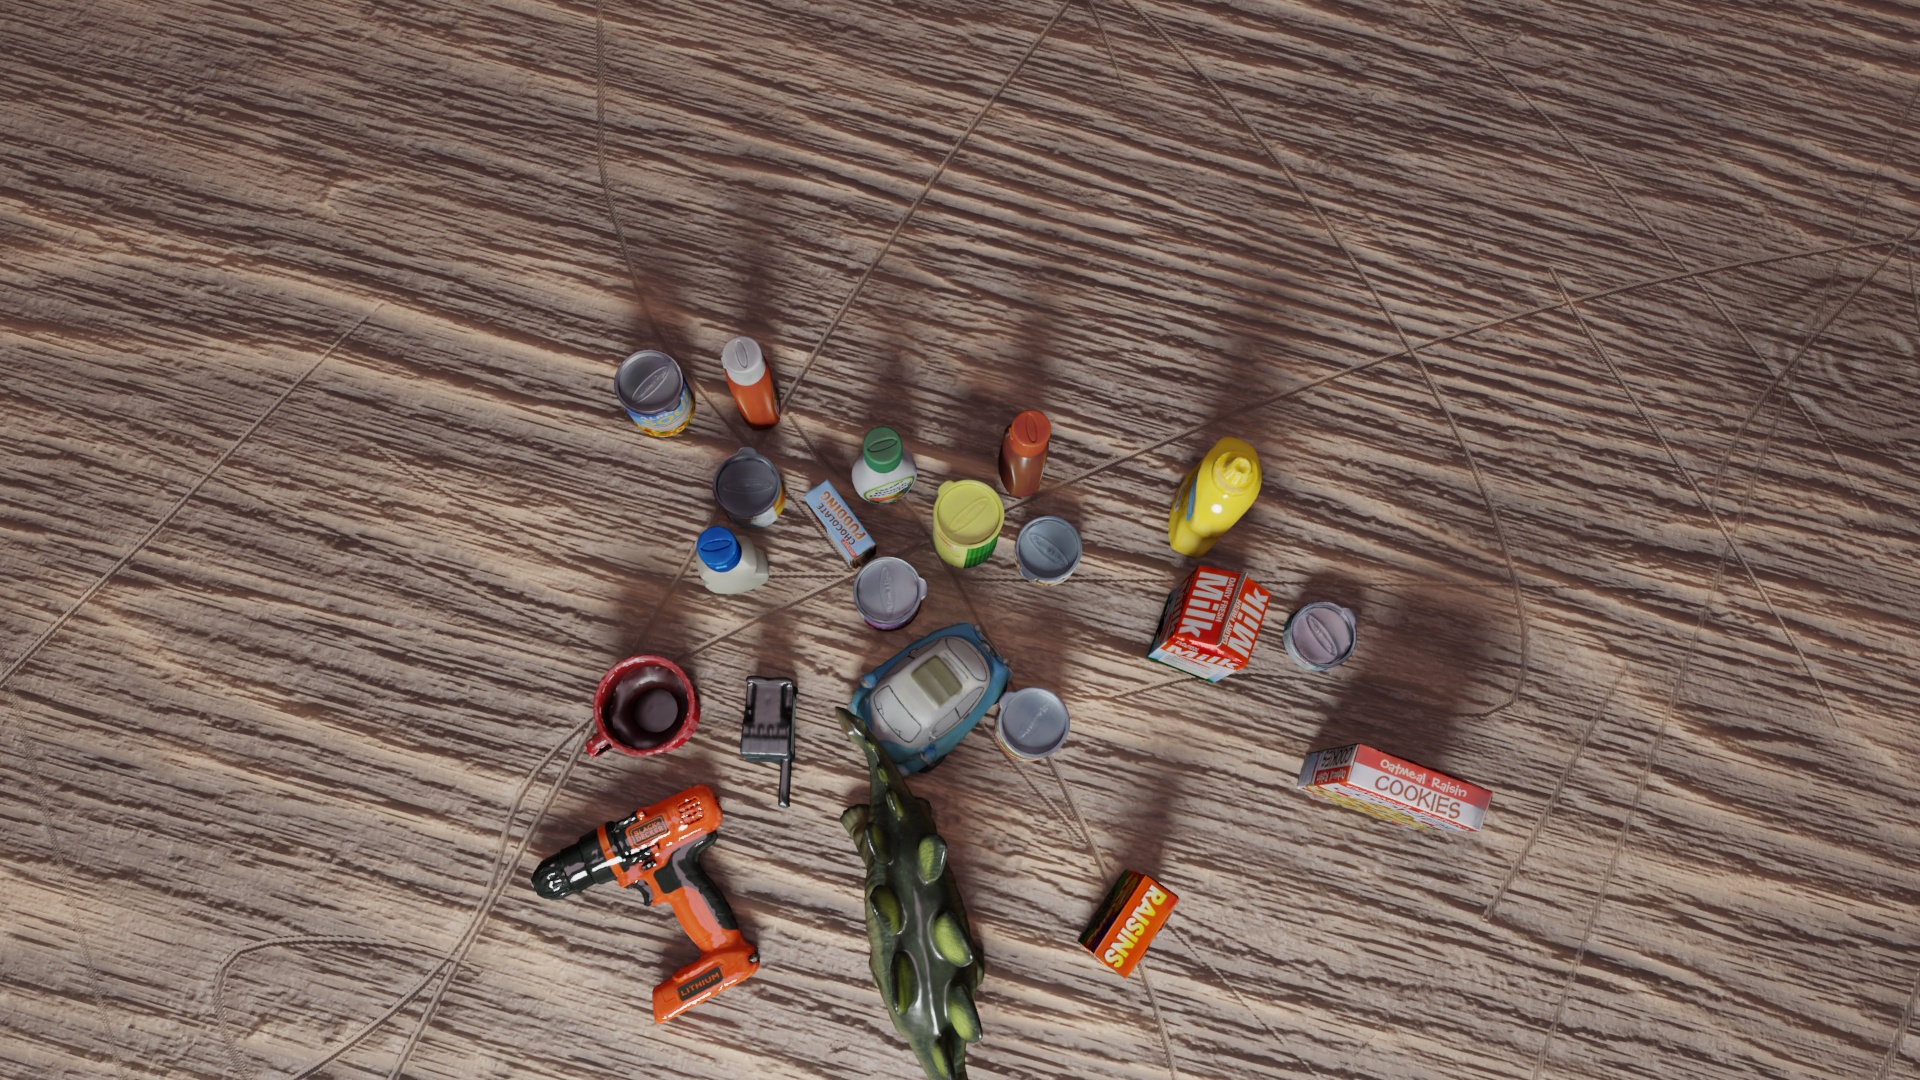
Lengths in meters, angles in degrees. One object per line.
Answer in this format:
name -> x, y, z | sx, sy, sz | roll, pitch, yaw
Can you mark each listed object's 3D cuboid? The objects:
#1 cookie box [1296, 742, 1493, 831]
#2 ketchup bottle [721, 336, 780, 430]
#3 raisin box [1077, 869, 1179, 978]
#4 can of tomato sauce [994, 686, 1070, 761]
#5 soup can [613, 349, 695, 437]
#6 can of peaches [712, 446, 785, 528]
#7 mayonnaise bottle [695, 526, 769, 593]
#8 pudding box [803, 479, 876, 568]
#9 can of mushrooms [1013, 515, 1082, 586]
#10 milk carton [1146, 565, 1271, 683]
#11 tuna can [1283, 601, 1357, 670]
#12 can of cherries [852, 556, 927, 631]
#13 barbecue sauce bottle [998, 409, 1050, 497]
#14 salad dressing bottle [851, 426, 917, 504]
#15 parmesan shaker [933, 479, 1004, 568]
cookie box -> 0.393, 0.227, 1.272 | 0.123, 0.167, 0.040 | 20, 78, 2
ketchup bottle -> -0.204, -0.156, 1.347 | 0.043, 0.148, 0.065 | -16, 79, -5
raisin box -> 0.151, 0.346, 1.261 | 0.040, 0.123, 0.086 | 36, 79, 6
can of tomato sauce -> 0.065, 0.174, 1.317 | 0.071, 0.083, 0.071 | 0, 78, -2
soup can -> -0.299, -0.142, 1.374 | 0.071, 0.083, 0.071 | 0, 78, -2
can of peaches -> -0.207, -0.051, 1.370 | 0.071, 0.058, 0.071 | 0, 78, -2
mayonnaise bottle -> -0.219, 0.019, 1.308 | 0.065, 0.148, 0.041 | -11, 79, -4
pudding box -> -0.119, -0.016, 1.369 | 0.030, 0.049, 0.084 | -36, 81, -8
can of mushrooms -> 0.085, 0.012, 1.378 | 0.071, 0.033, 0.071 | 0, 78, -2
milk carton -> 0.232, 0.078, 1.288 | 0.073, 0.190, 0.072 | 21, 79, 3
tuna can -> 0.356, 0.093, 1.369 | 0.071, 0.032, 0.071 | 0, 78, -2
can of cherries -> -0.068, 0.054, 1.351 | 0.071, 0.058, 0.071 | 0, 78, -2
barbecue sauce bottle -> 0.062, -0.088, 1.340 | 0.044, 0.148, 0.065 | -7, 79, -3
salad dressing bottle -> -0.074, -0.072, 1.333 | 0.064, 0.147, 0.044 | -18, 79, -5
parmesan shaker -> 0.005, -0.017, 1.346 | 0.071, 0.103, 0.071 | 0, 78, -2
